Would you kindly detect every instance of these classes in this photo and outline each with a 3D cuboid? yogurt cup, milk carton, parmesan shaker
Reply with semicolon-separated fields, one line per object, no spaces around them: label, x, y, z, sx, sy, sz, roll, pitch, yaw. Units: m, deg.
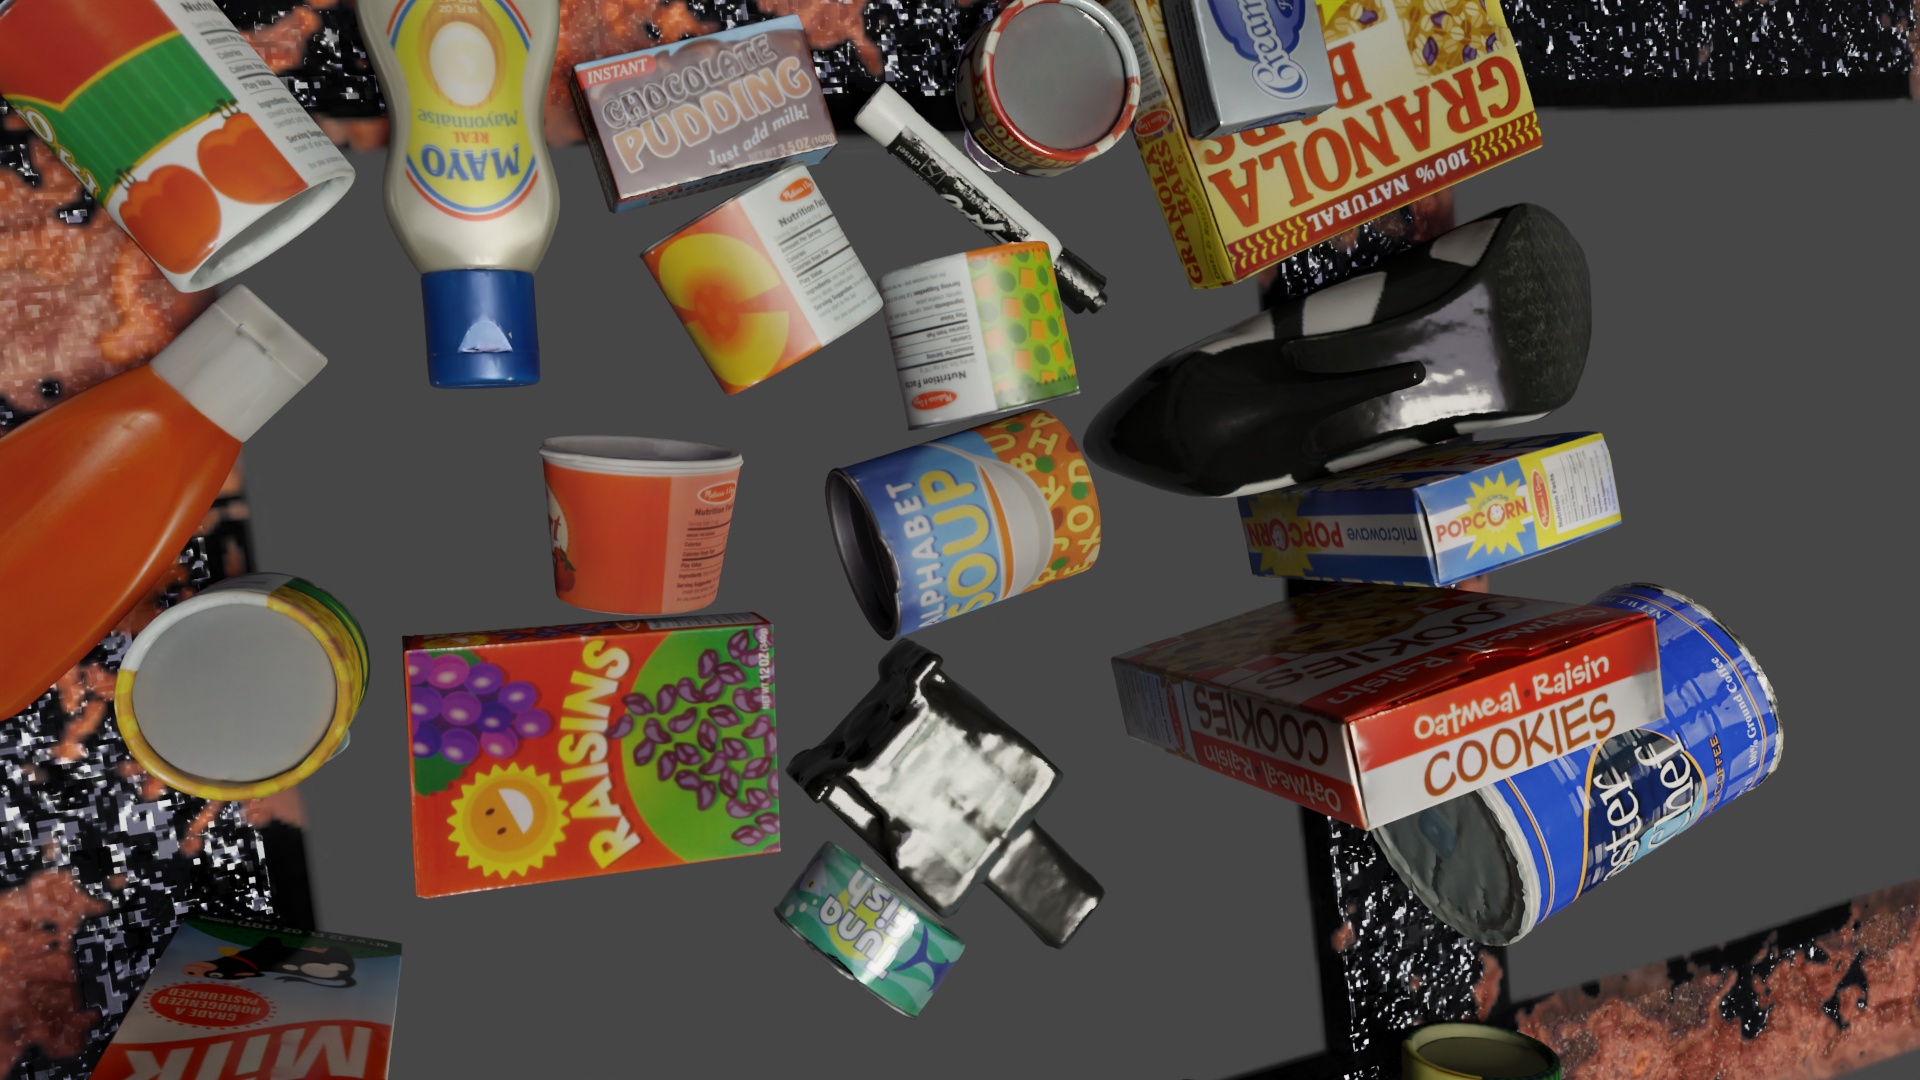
yogurt cup;-0.111;-0.006;0.480;0.072;0.072;0.053;1;101;-19
milk carton;-0.205;0.173;0.387;0.072;0.190;0.073;17;88;-19
parmesan shaker;0.230;0.274;0.608;0.071;0.071;0.103;-1;93;-19

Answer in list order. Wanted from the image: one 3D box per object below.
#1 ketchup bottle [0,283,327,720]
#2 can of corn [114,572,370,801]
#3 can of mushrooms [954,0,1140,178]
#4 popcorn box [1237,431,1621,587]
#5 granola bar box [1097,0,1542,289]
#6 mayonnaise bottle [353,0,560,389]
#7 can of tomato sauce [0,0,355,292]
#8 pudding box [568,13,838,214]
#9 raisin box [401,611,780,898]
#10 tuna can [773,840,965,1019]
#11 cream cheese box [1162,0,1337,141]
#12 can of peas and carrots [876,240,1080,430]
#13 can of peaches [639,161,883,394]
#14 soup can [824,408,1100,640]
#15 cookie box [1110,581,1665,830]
ketchup bottle;-0.267;-0.017;0.434;0.064;0.043;0.149;46;78;-17
can of corn;-0.225;0.047;0.444;0.071;0.058;0.071;-1;93;-19
can of mushrooms;0.033;-0.174;0.537;0.071;0.033;0.071;-1;93;-20
popcorn box;0.179;-0.012;0.547;0.085;0.126;0.038;-17;96;-18
granola bar box;0.151;-0.192;0.575;0.166;0.039;0.124;-26;101;-16
mayonnaise bottle;-0.164;-0.126;0.466;0.065;0.041;0.148;-5;94;-21
can of tomato sauce;-0.243;-0.127;0.427;0.071;0.071;0.083;-41;105;-13
pudding box;-0.091;-0.153;0.497;0.084;0.030;0.049;-19;98;-18
raisin box;-0.129;0.072;0.490;0.123;0.040;0.086;-3;95;-20
tuna can;-0.033;0.142;0.510;0.071;0.071;0.033;40;79;-17
cream cheese box;0.104;-0.208;0.524;0.053;0.024;0.103;-17;96;-16
can of peas and carrots;0.008;-0.076;0.518;0.071;0.071;0.058;-15;97;-18
can of peaches;-0.071;-0.091;0.490;0.071;0.071;0.058;-34;104;-14
soup can;0.002;-0.006;0.514;0.084;0.071;0.071;-19;99;-18
cookie box;0.149;0.052;0.518;0.123;0.167;0.040;-16;98;-18
